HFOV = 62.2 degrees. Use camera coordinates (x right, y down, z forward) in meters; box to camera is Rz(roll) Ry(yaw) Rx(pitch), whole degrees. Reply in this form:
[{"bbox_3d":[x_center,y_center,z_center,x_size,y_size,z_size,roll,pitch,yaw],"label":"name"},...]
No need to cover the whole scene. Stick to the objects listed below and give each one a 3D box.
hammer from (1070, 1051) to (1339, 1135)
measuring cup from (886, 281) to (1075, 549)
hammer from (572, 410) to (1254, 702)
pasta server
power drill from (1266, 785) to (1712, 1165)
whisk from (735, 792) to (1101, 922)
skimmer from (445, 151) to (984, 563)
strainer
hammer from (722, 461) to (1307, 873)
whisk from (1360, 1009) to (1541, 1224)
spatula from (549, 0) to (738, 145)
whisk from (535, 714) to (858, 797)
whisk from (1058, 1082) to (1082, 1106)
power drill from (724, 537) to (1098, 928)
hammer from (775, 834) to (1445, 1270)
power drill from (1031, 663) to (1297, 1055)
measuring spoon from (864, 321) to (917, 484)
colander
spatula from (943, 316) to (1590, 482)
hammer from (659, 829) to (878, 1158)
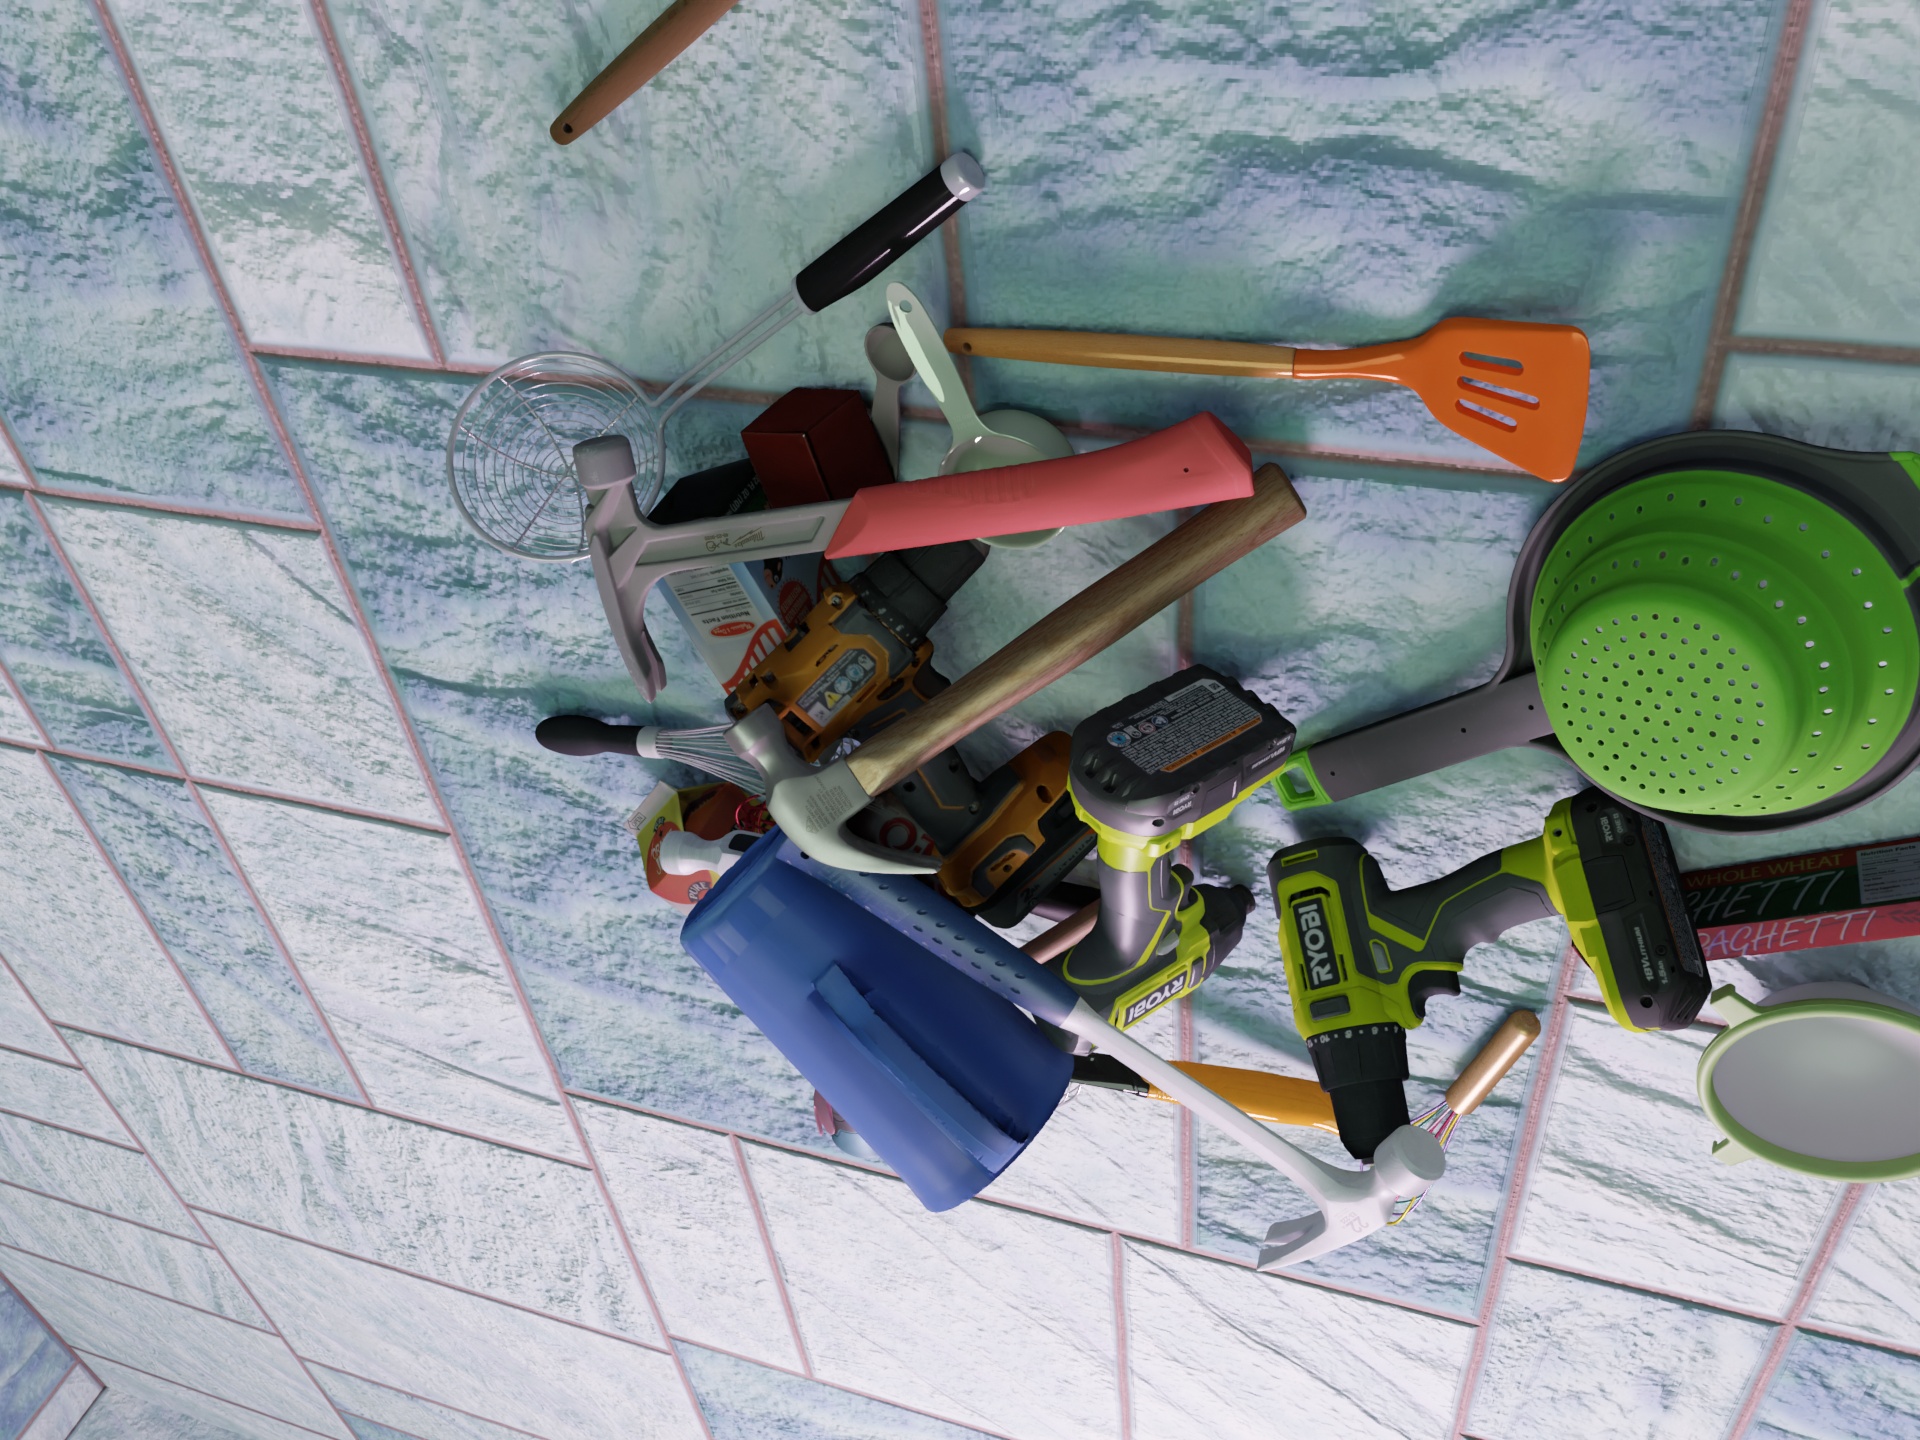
[{"bbox_3d":[0.148,0.253,1.150,0.337,0.127,0.034,10,146,3],"label":"hammer"},{"bbox_3d":[0.008,-0.168,0.853,0.083,0.038,0.167,-11,125,31],"label":"measuring cup"},{"bbox_3d":[-0.025,-0.100,0.845,0.359,0.037,0.149,-6,112,13],"label":"hammer"},{"bbox_3d":[0.018,0.190,1.097,0.316,0.060,0.040,-34,90,14],"label":"pasta server"},{"bbox_3d":[0.295,0.143,0.913,0.228,0.191,0.080,-21,156,32],"label":"power drill"},{"bbox_3d":[-0.017,0.104,1.108,0.296,0.073,0.073,14,135,4],"label":"whisk"},{"bbox_3d":[-0.143,-0.200,0.861,0.363,0.090,0.127,-25,84,37],"label":"skimmer"},{"bbox_3d":[0.561,0.196,0.908,0.256,0.069,0.151,-1,127,25],"label":"strainer"},{"bbox_3d":[0.039,-0.029,0.858,0.331,0.031,0.130,-33,95,10],"label":"hammer"},{"bbox_3d":[0.341,0.281,1.111,0.051,0.047,0.244,24,133,5],"label":"whisk"},{"bbox_3d":[-0.103,-0.349,0.738,0.317,0.044,0.082,-22,122,39],"label":"spatula"},{"bbox_3d":[-0.188,0.016,1.112,0.285,0.070,0.070,5,132,28],"label":"whisk"},{"bbox_3d":[0.051,0.312,1.278,0.058,0.059,0.246,56,146,24],"label":"whisk"},{"bbox_3d":[-0.002,-0.003,0.955,0.185,0.084,0.226,-46,115,4],"label":"power drill"},{"bbox_3d":[0.069,0.178,0.921,0.405,0.035,0.144,34,130,2],"label":"hammer"},{"bbox_3d":[0.126,0.085,0.958,0.080,0.171,0.223,40,142,36],"label":"power drill"},{"bbox_3d":[-0.038,-0.173,0.894,0.034,0.018,0.124,30,144,16],"label":"measuring spoon"},{"bbox_3d":[0.292,-0.001,0.801,0.397,0.094,0.204,-25,94,48],"label":"colander"},{"bbox_3d":[0.140,-0.174,0.787,0.323,0.041,0.081,9,134,20],"label":"spatula"},{"bbox_3d":[-0.110,0.208,1.154,0.128,0.033,0.330,2,131,21],"label":"hammer"}]
